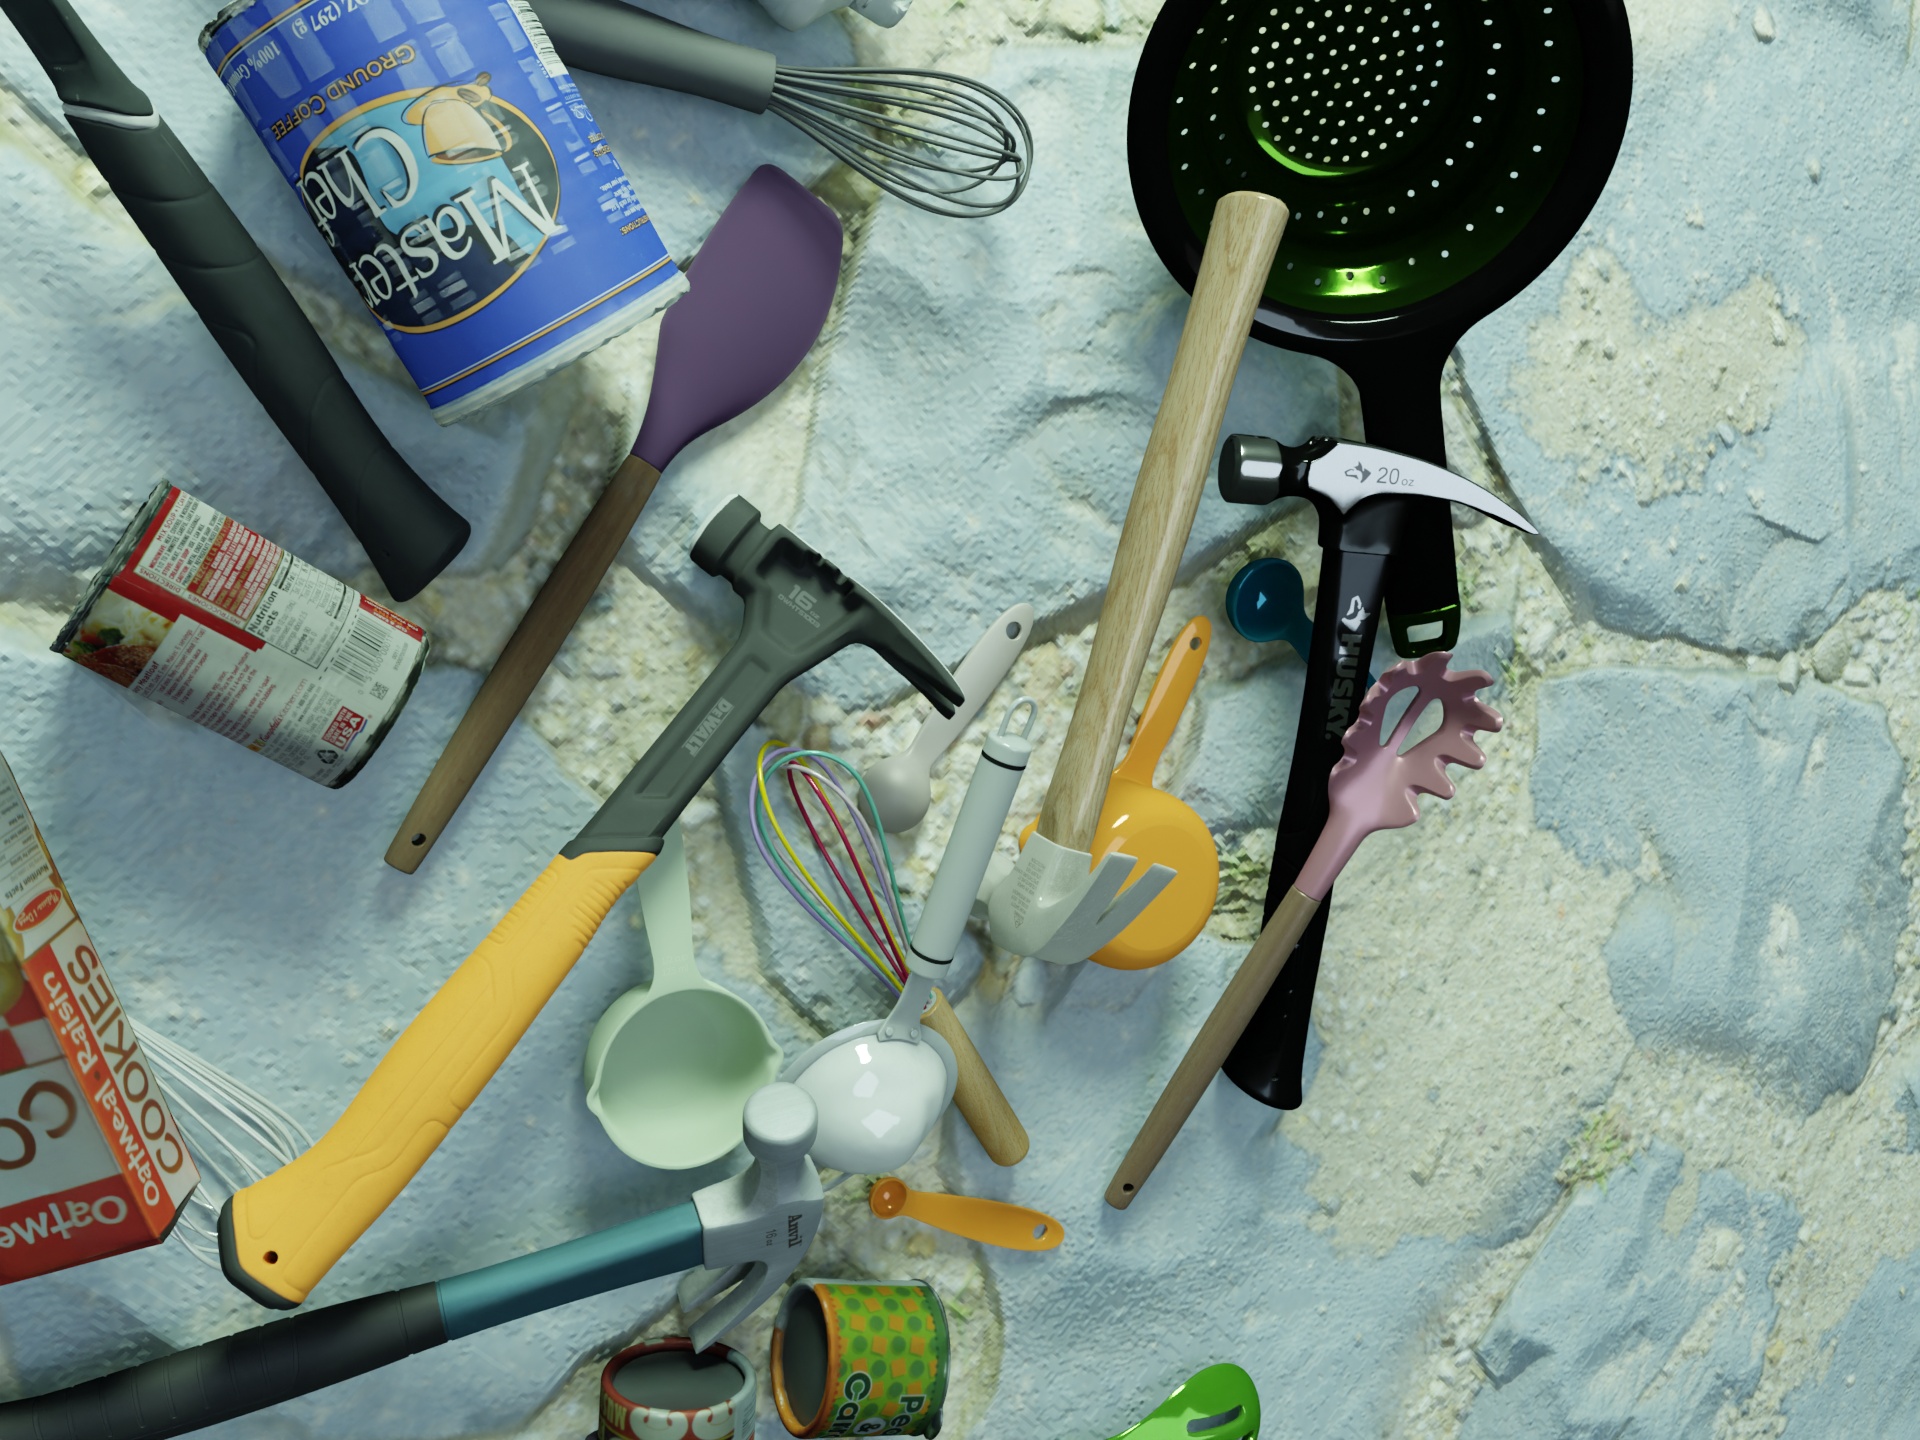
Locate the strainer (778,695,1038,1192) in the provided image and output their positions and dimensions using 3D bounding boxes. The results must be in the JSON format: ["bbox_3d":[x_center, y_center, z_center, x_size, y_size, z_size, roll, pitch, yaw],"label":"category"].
[{"bbox_3d":[-0.016,0.107,0.661,0.086,0.050,0.258,10,110,-29],"label":"strainer"}]

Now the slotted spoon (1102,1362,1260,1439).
[{"bbox_3d":[0.023,0.374,0.777,0.313,0.031,0.070,-2,99,-25],"label":"slotted spoon"}]

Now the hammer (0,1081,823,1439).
[{"bbox_3d":[-0.213,0.230,0.609,0.331,0.033,0.128,-12,131,-19],"label":"hammer"}]

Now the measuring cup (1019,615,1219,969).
[{"bbox_3d":[0.094,0.034,0.744,0.095,0.052,0.173,23,89,-28],"label":"measuring cup"}]

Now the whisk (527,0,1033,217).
[{"bbox_3d":[-0.078,-0.246,0.621,0.238,0.055,0.055,9,94,-23],"label":"whisk"}]

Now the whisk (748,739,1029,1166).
[{"bbox_3d":[-0.026,0.107,0.704,0.051,0.047,0.244,-32,116,-7],"label":"whisk"}]

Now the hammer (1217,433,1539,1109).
[{"bbox_3d":[0.177,0.034,0.768,0.146,0.035,0.334,4,105,-8],"label":"hammer"}]

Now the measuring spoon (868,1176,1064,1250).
[{"bbox_3d":[0.004,0.234,0.755,0.116,0.011,0.021,23,86,-31],"label":"measuring spoon"}]

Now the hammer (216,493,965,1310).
[{"bbox_3d":[-0.140,0.073,0.596,0.127,0.034,0.337,38,72,-2],"label":"hammer"}]

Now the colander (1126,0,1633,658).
[{"bbox_3d":[0.194,-0.208,0.739,0.204,0.095,0.396,-10,127,11],"label":"colander"}]

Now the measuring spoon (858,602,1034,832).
[{"bbox_3d":[-0.001,-0.002,0.710,0.034,0.018,0.124,40,79,-26],"label":"measuring spoon"}]

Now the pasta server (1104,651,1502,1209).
[{"bbox_3d":[0.150,0.106,0.748,0.060,0.040,0.316,29,103,-1],"label":"pasta server"}]

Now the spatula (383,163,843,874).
[{"bbox_3d":[-0.136,-0.078,0.629,0.059,0.018,0.316,34,81,-28],"label":"spatula"}]

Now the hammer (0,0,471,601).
[{"bbox_3d":[-0.282,-0.206,0.495,0.408,0.149,0.036,62,34,-29],"label":"hammer"}]

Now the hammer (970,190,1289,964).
[{"bbox_3d":[0.076,-0.057,0.667,0.031,0.130,0.331,15,94,-25],"label":"hammer"}]

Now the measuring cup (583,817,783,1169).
[{"bbox_3d":[-0.123,0.099,0.655,0.083,0.038,0.167,-9,97,-26],"label":"measuring cup"}]

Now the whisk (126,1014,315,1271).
[{"bbox_3d":[-0.309,0.101,0.558,0.246,0.058,0.059,58,38,-19],"label":"whisk"}]

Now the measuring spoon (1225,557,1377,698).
[{"bbox_3d":[0.172,-0.040,0.797,0.128,0.021,0.042,36,90,-36],"label":"measuring spoon"}]
